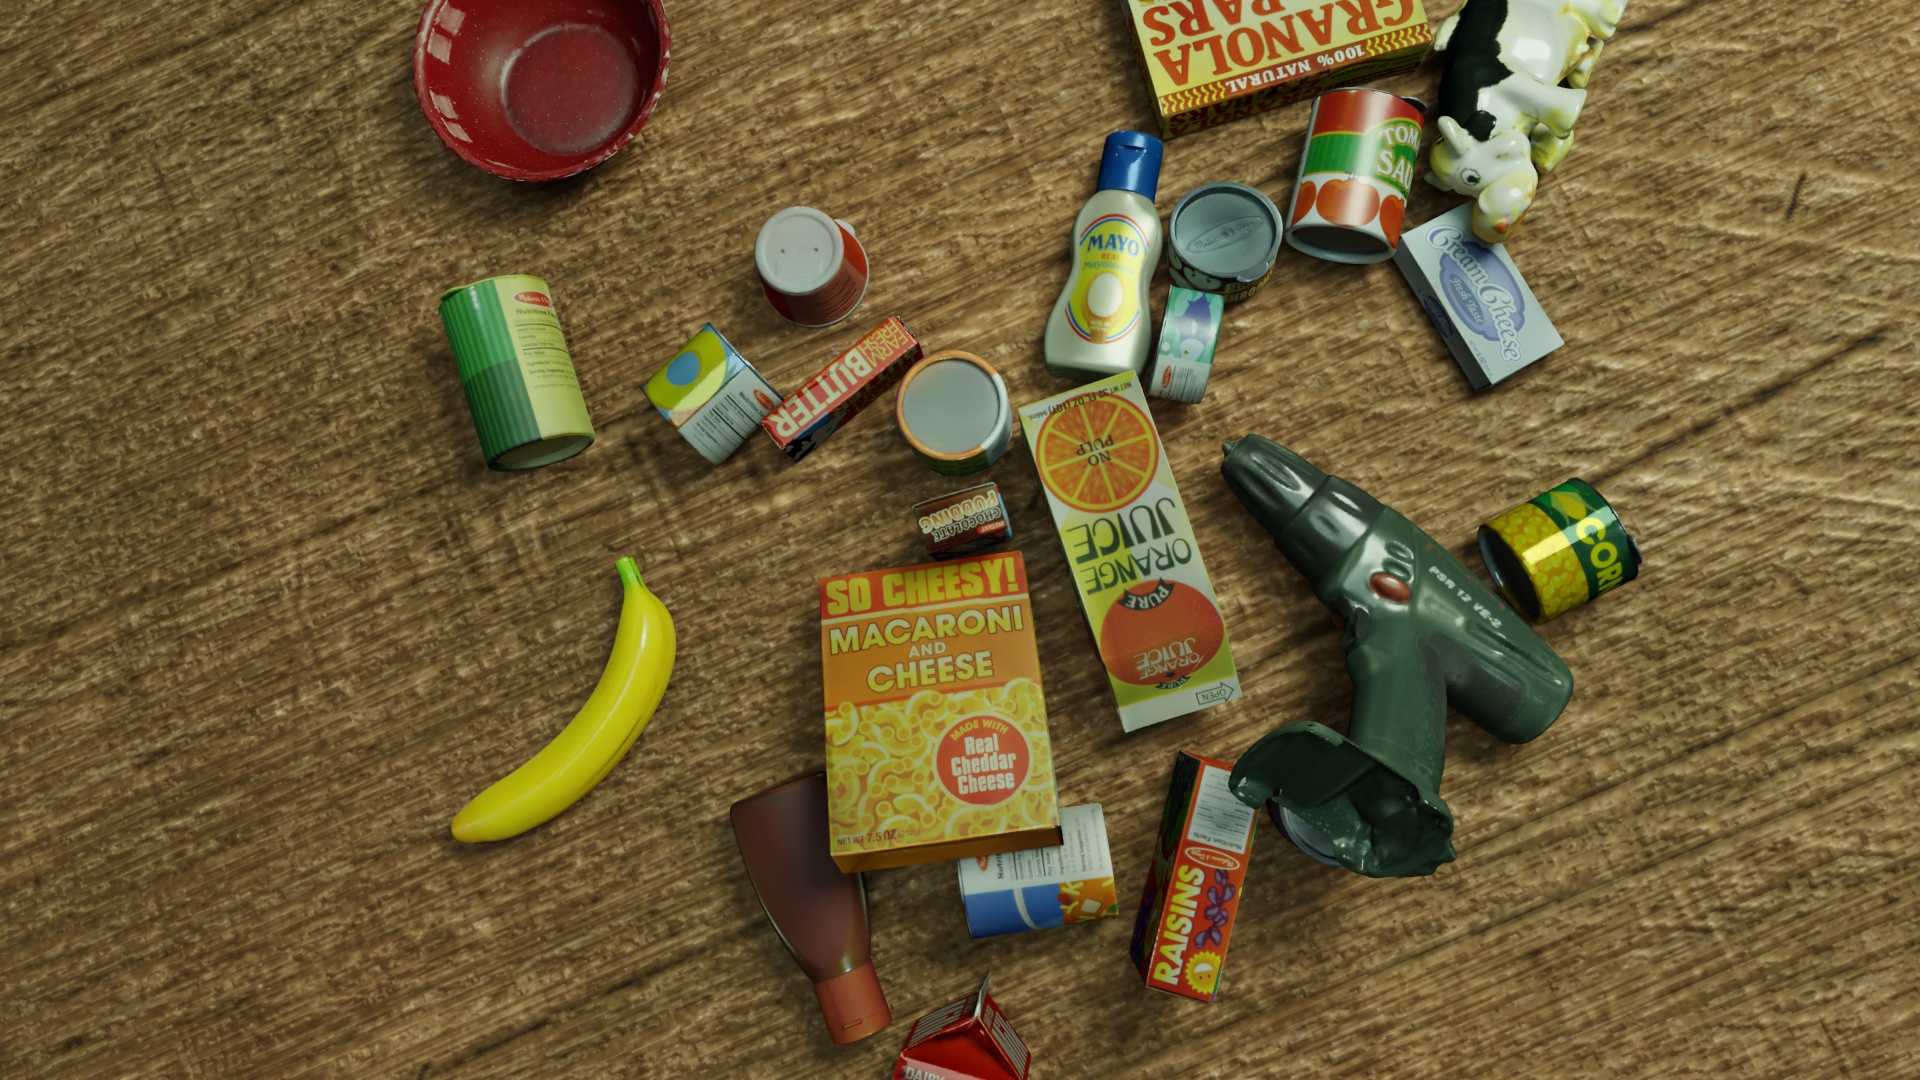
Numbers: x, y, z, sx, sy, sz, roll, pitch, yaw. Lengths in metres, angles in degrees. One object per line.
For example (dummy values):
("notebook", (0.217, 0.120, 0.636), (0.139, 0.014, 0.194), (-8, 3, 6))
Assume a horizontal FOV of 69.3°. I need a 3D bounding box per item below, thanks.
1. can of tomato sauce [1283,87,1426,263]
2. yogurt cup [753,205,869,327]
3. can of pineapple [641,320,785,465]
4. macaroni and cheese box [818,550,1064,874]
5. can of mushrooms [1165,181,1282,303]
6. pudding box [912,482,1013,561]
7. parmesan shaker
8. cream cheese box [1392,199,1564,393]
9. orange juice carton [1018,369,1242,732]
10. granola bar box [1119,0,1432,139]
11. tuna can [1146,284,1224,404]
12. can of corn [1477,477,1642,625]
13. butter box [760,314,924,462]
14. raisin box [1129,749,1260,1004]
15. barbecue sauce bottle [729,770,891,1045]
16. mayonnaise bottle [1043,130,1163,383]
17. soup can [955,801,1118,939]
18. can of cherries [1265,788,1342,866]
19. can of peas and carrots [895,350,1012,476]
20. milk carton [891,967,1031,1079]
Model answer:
("can of tomato sauce", (0.232, -0.212, 0.815), (0.071, 0.071, 0.083), (13, 85, 6))
("yogurt cup", (-0.093, -0.168, 0.842), (0.072, 0.054, 0.072), (0, 84, 5))
("can of pineapple", (-0.148, -0.088, 0.832), (0.058, 0.071, 0.071), (-43, 82, -1))
("macaroni and cheese box", (-0.014, 0.095, 0.783), (0.124, 0.040, 0.167), (-8, 60, 3))
("can of mushrooms", (0.157, -0.175, 0.826), (0.071, 0.033, 0.071), (-1, 68, 3))
("pudding box", (0.003, -0.010, 0.802), (0.050, 0.083, 0.030), (-17, 85, 2))
("parmesan shaker", (-0.270, -0.100, 0.839), (0.071, 0.071, 0.103), (-19, 83, 2))
("cream cheese box", (0.304, -0.145, 0.821), (0.053, 0.024, 0.104), (-28, 82, -6))
("orange juice carton", (0.096, 0.009, 0.797), (0.072, 0.073, 0.193), (-19, 83, 2))
("granola bar box", (0.185, -0.329, 0.847), (0.165, 0.039, 0.124), (-15, 82, 2))
("tuna can", (0.132, -0.116, 0.813), (0.033, 0.071, 0.071), (12, 85, 5))
("can of corn", (0.335, 0.007, 0.780), (0.058, 0.071, 0.071), (-27, 82, 2))
("butter box", (-0.069, -0.090, 0.832), (0.103, 0.053, 0.024), (-39, 84, -1))
("raisin box", (0.130, 0.182, 0.768), (0.040, 0.086, 0.123), (15, 85, 1))
("barbecue sauce bottle", (-0.081, 0.212, 0.802), (0.065, 0.043, 0.148), (-21, 83, 2))
("mayonnaise bottle", (0.092, -0.169, 0.834), (0.065, 0.041, 0.148), (10, 85, 8))
("soup can", (0.043, 0.187, 0.786), (0.084, 0.071, 0.071), (-9, 83, 3))
("can of cherries", (0.208, 0.149, 0.780), (0.071, 0.058, 0.071), (0, 83, 3))
("can of peas and carrots", (-0.006, -0.075, 0.822), (0.071, 0.058, 0.071), (-1, 83, 4))
("milk carton", (-0.009, 0.336, 0.767), (0.073, 0.072, 0.190), (14, 85, 6))
